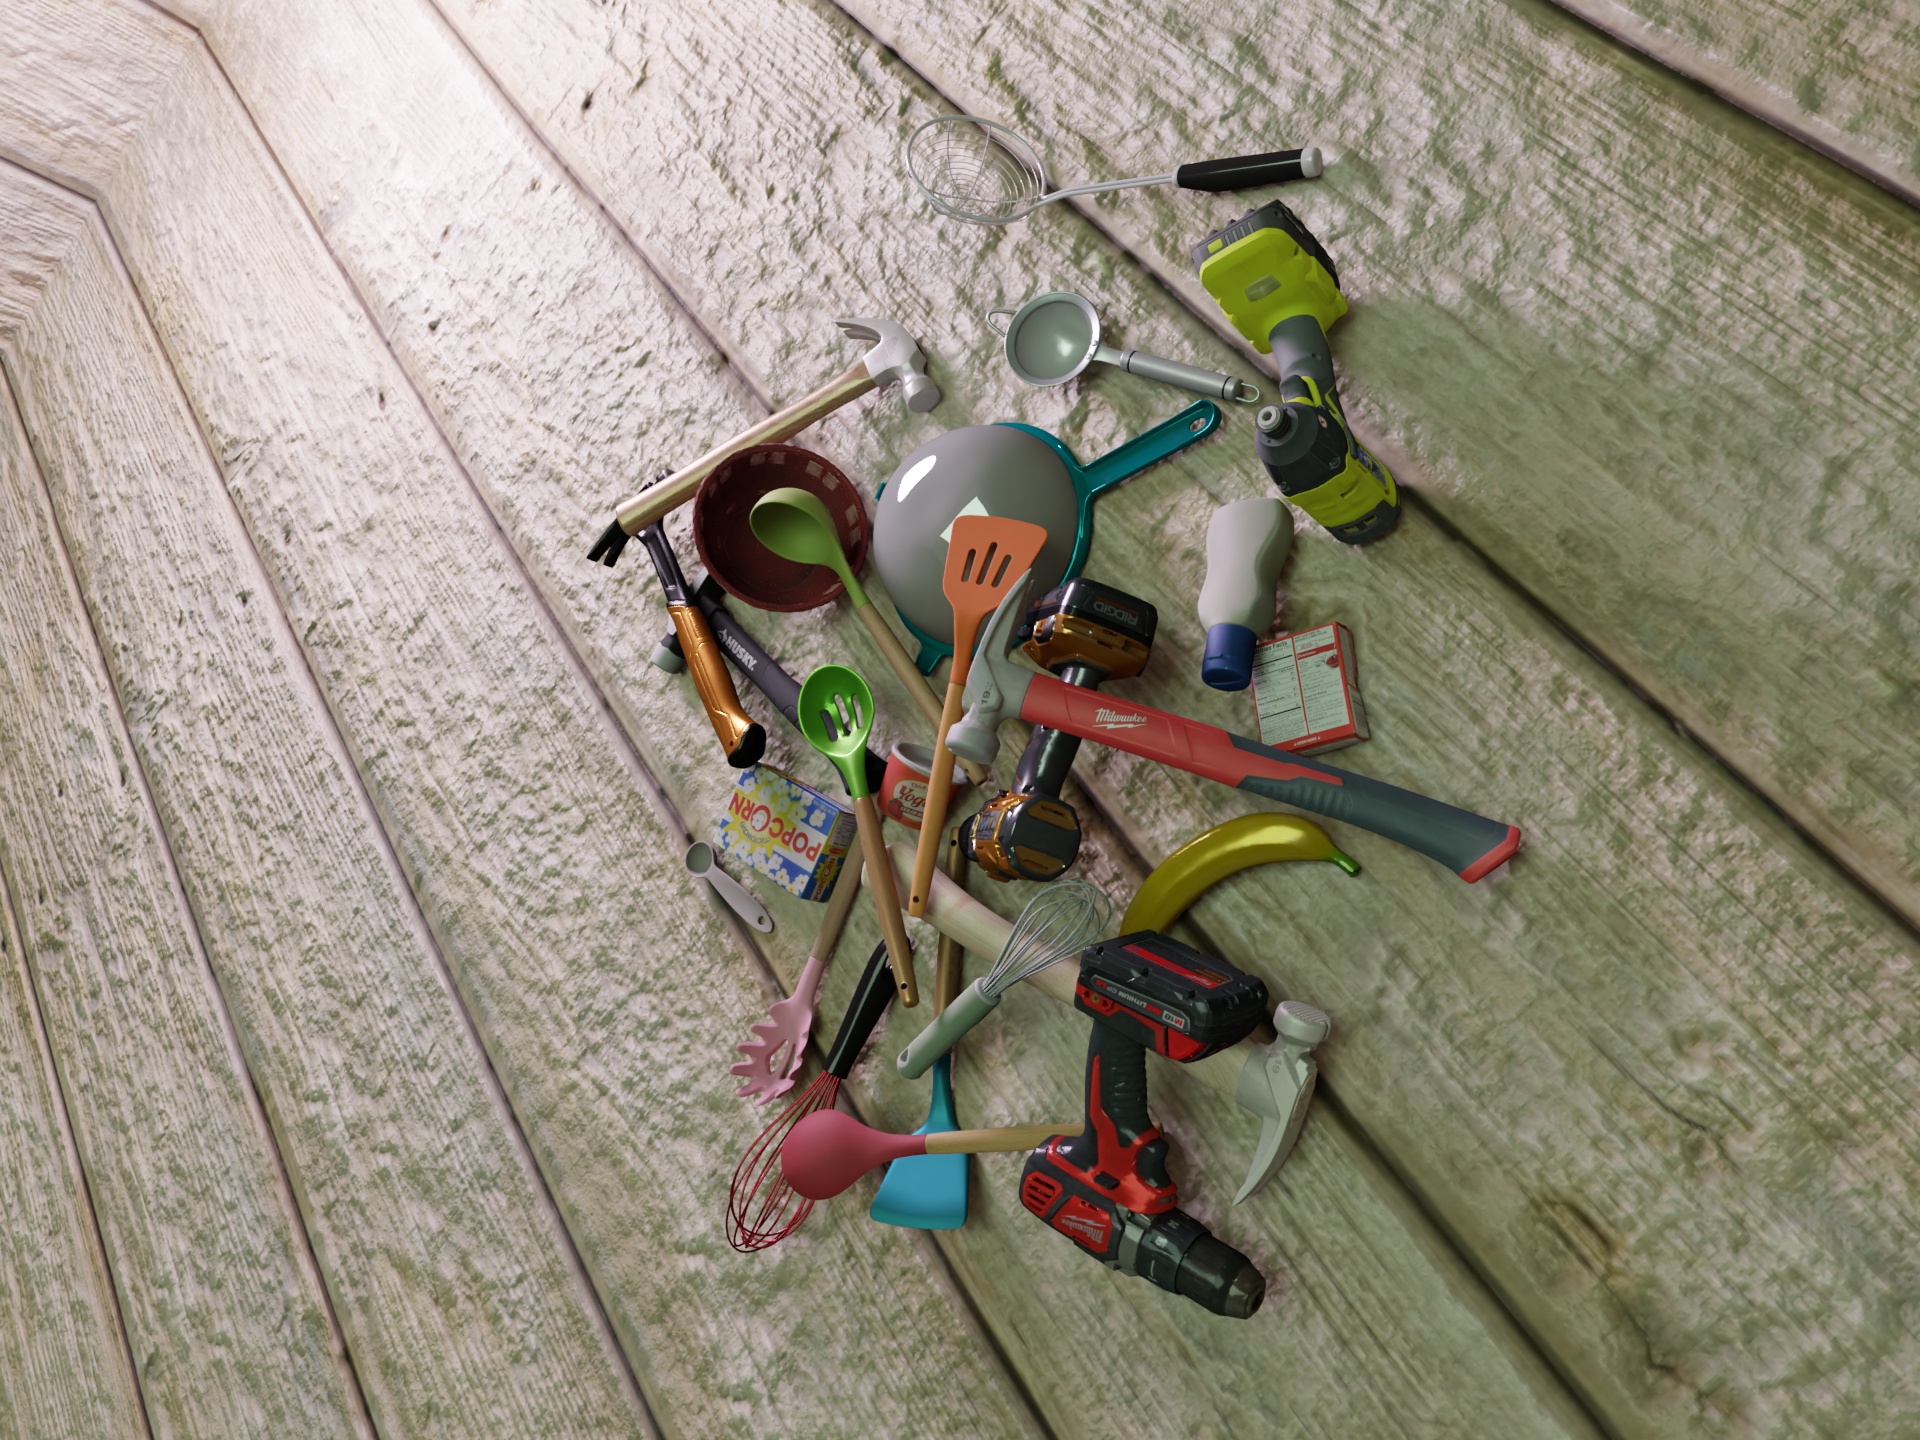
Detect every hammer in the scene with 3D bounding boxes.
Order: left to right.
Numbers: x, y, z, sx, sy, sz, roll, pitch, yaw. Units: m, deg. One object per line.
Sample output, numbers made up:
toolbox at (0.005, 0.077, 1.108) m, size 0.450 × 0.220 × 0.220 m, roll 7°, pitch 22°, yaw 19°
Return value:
hammer at (-0.259, -0.085, 1.496) m, size 0.127 × 0.034 × 0.337 m, roll -43°, pitch 54°, yaw 21°
hammer at (-0.182, -0.270, 1.493) m, size 0.331 × 0.031 × 0.130 m, roll -28°, pitch 60°, yaw 11°
hammer at (-0.164, -0.037, 1.449) m, size 0.335 × 0.035 × 0.146 m, roll 41°, pitch 103°, yaw 39°
hammer at (0.077, 0.202, 1.198) m, size 0.411 × 0.038 × 0.146 m, roll 24°, pitch 104°, yaw 36°
hammer at (0.192, 0.013, 1.095) m, size 0.386 × 0.038 × 0.143 m, roll 18°, pitch 77°, yaw 14°

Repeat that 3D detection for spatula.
spatula at (-0.016, 0.240, 1.273) m, size 0.082 × 0.044 × 0.318 m, roll -3°, pitch 75°, yaw 25°
spatula at (-0.002, -0.004, 1.253) m, size 0.081 × 0.041 × 0.322 m, roll 11°, pitch 91°, yaw 20°

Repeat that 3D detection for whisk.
whisk at (-0.114, 0.309, 1.319) m, size 0.073 × 0.073 × 0.296 m, roll 26°, pitch 88°, yaw 38°
whisk at (0.026, 0.198, 1.189) m, size 0.246 × 0.059 × 0.058 m, roll -48°, pitch 23°, yaw 31°

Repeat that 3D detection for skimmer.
skimmer at (0.122, -0.475, 1.335) m, size 0.363 × 0.090 × 0.127 m, roll 6°, pitch 50°, yaw 35°

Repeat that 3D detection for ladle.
ladle at (-0.077, -0.071, 1.349) m, size 0.320 × 0.062 × 0.078 m, roll 56°, pitch 152°, yaw 18°
ladle at (0.000, 0.322, 1.210) m, size 0.315 × 0.031 × 0.069 m, roll -9°, pitch 67°, yaw 19°

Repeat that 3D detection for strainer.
strainer at (0.049, -0.188, 1.308) m, size 0.340 × 0.095 × 0.211 m, roll -25°, pitch 64°, yaw 30°
strainer at (0.134, -0.296, 1.311) m, size 0.259 × 0.050 × 0.087 m, roll 24°, pitch 89°, yaw 32°

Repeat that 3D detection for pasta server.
pasta server at (-0.116, 0.179, 1.366) m, size 0.060 × 0.040 × 0.316 m, roll 21°, pitch 89°, yaw 29°

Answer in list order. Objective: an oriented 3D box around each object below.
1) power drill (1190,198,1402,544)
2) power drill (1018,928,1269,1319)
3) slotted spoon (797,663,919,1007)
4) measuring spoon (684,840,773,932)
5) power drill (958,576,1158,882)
power drill at (0.239, -0.252, 1.143) m, size 0.080 × 0.171 × 0.223 m, roll -24°, pitch 61°, yaw 29°
power drill at (0.140, 0.276, 1.078) m, size 0.188 × 0.080 × 0.226 m, roll 22°, pitch 107°, yaw 37°
slotted spoon at (-0.076, 0.089, 1.291) m, size 0.070 × 0.031 × 0.314 m, roll -26°, pitch 57°, yaw 15°
measuring spoon at (-0.208, 0.155, 1.457) m, size 0.124 × 0.018 × 0.034 m, roll 39°, pitch 100°, yaw 29°
power drill at (0.063, 0.016, 1.229) m, size 0.185 × 0.084 × 0.226 m, roll 162°, pitch 128°, yaw -75°
